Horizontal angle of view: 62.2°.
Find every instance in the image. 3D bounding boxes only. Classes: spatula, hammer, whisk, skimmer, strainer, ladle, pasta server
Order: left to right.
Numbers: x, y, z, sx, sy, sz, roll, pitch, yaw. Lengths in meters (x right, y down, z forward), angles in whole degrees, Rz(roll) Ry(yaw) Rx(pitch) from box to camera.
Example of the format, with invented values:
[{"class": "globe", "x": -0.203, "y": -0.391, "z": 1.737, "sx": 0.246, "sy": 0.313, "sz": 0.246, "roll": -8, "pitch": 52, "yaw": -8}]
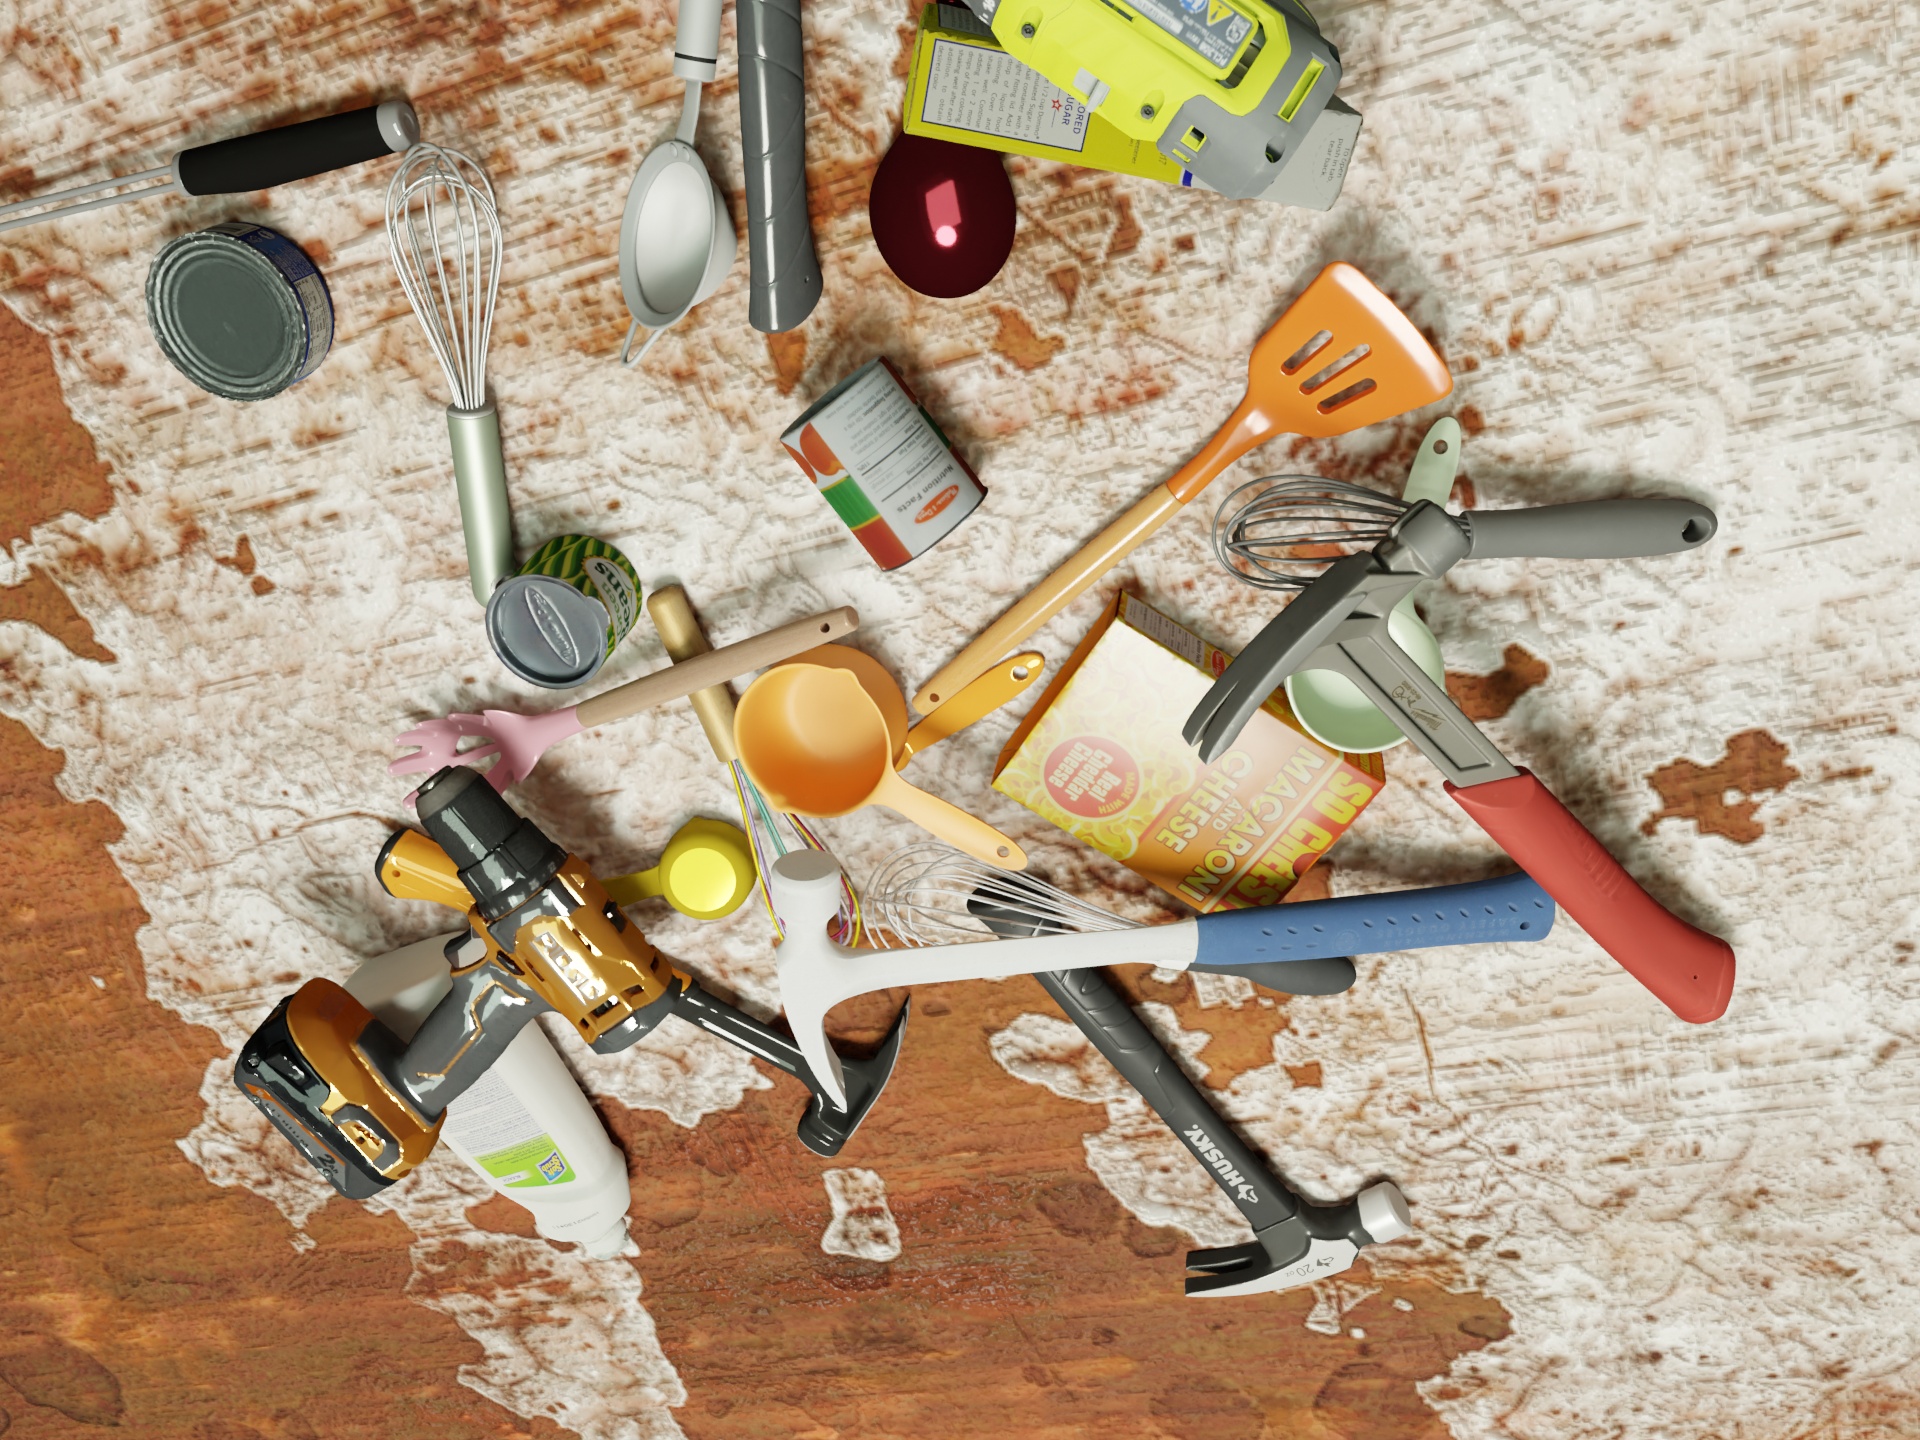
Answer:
[{"class": "skimmer", "x": -0.444, "y": -0.262, "z": 0.763, "sx": 0.363, "sy": 0.090, "sz": 0.127, "roll": -8, "pitch": 82, "yaw": 12}, {"class": "whisk", "x": -0.251, "y": -0.166, "z": 0.808, "sx": 0.059, "sy": 0.058, "sz": 0.246, "roll": 25, "pitch": 129, "yaw": 32}, {"class": "pasta server", "x": -0.187, "y": -0.008, "z": 0.858, "sx": 0.316, "sy": 0.040, "sz": 0.060, "roll": -17, "pitch": 99, "yaw": 29}, {"class": "hammer", "x": -0.197, "y": 0.150, "z": 0.971, "sx": 0.337, "sy": 0.034, "sz": 0.127, "roll": 28, "pitch": 120, "yaw": -5}, {"class": "strainer", "x": -0.118, "y": -0.286, "z": 0.717, "sx": 0.087, "sy": 0.050, "sz": 0.258, "roll": 36, "pitch": 124, "yaw": 42}, {"class": "whisk", "x": -0.115, "y": 0.035, "z": 0.895, "sx": 0.047, "sy": 0.051, "sz": 0.244, "roll": -23, "pitch": 109, "yaw": -1}, {"class": "hammer", "x": -0.080, "y": -0.353, "z": 0.635, "sx": 0.036, "sy": 0.149, "sz": 0.408, "roll": 17, "pitch": 128, "yaw": 20}, {"class": "ladle", "x": 0.001, "y": -0.335, "z": 0.676, "sx": 0.069, "sy": 0.031, "sz": 0.315, "roll": 8, "pitch": 118, "yaw": 4}, {"class": "whisk", "x": 0.085, "y": 0.121, "z": 0.868, "sx": 0.284, "sy": 0.070, "sz": 0.070, "roll": 11, "pitch": 121, "yaw": -12}, {"class": "spatula", "x": 0.087, "y": -0.094, "z": 0.781, "sx": 0.081, "sy": 0.041, "sz": 0.322, "roll": 43, "pitch": 118, "yaw": -14}, {"class": "hammer", "x": 0.116, "y": 0.220, "z": 0.949, "sx": 0.146, "sy": 0.035, "sz": 0.334, "roll": -33, "pitch": 108, "yaw": 24}, {"class": "hammer", "x": 0.109, "y": 0.118, "z": 0.820, "sx": 0.405, "sy": 0.035, "sz": 0.144, "roll": -4, "pitch": 119, "yaw": -9}, {"class": "whisk", "x": 0.235, "y": -0.089, "z": 0.736, "sx": 0.239, "sy": 0.055, "sz": 0.055, "roll": -2, "pitch": 119, "yaw": -5}, {"class": "hammer", "x": 0.269, "y": 0.056, "z": 0.774, "sx": 0.149, "sy": 0.037, "sz": 0.358, "roll": -45, "pitch": 118, "yaw": 10}]

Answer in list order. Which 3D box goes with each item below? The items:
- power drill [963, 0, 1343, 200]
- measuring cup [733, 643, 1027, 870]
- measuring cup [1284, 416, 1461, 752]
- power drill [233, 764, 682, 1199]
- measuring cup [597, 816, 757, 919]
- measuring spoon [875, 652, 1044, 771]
[{"class": "power drill", "x": 0.086, "y": -0.330, "z": 0.570, "sx": 0.190, "sy": 0.080, "sz": 0.228, "roll": 33, "pitch": 88, "yaw": -6}, {"class": "measuring cup", "x": -0.035, "y": 0.024, "z": 0.852, "sx": 0.173, "sy": 0.052, "sz": 0.095, "roll": 30, "pitch": 115, "yaw": 1}, {"class": "measuring cup", "x": 0.210, "y": -0.067, "z": 0.781, "sx": 0.083, "sy": 0.038, "sz": 0.167, "roll": 15, "pitch": 103, "yaw": 0}, {"class": "power drill", "x": -0.298, "y": 0.146, "z": 0.899, "sx": 0.226, "sy": 0.084, "sz": 0.185, "roll": -34, "pitch": 105, "yaw": 10}, {"class": "measuring cup", "x": -0.194, "y": 0.102, "z": 0.924, "sx": 0.156, "sy": 0.029, "sz": 0.062, "roll": -16, "pitch": 102, "yaw": 2}, {"class": "measuring spoon", "x": -0.001, "y": -0.003, "z": 0.864, "sx": 0.117, "sy": 0.011, "sz": 0.021, "roll": -33, "pitch": 108, "yaw": 25}]
